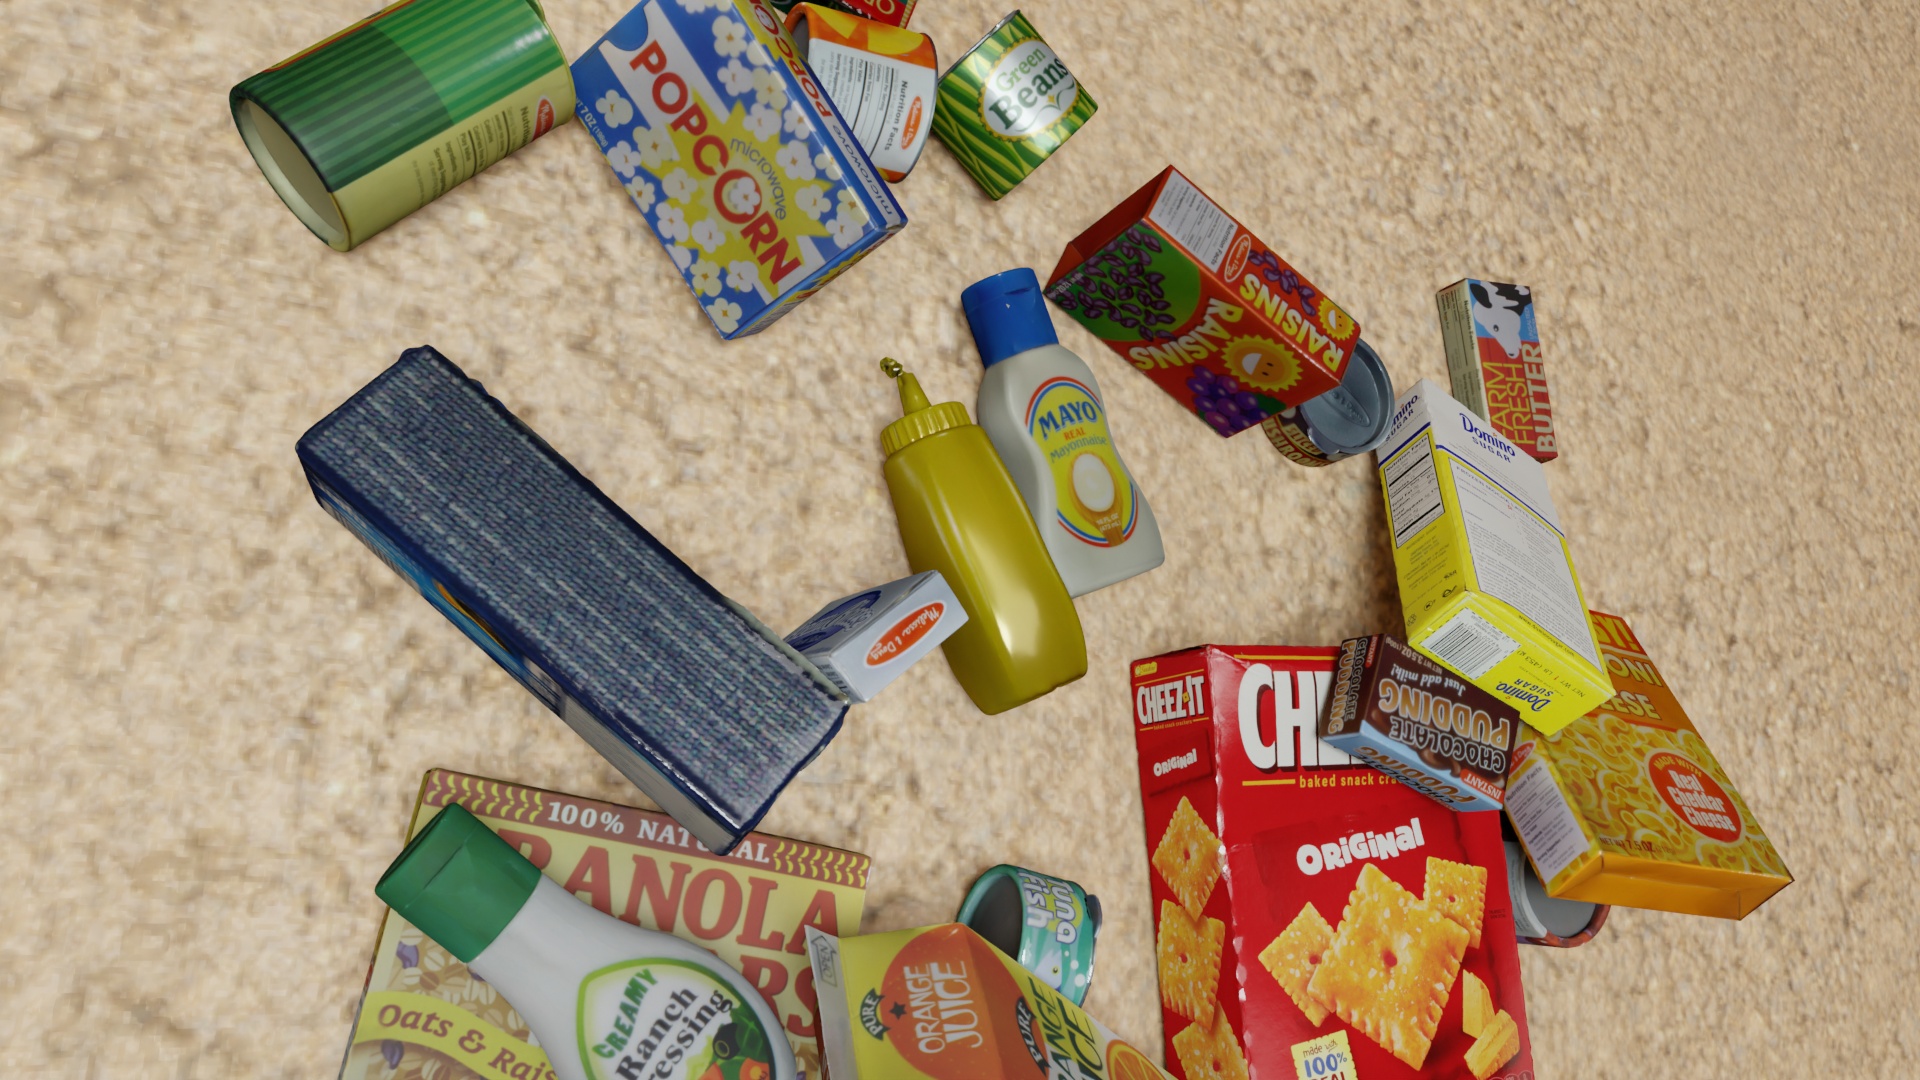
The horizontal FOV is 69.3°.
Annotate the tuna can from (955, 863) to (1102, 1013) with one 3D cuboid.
[{"bbox_3d":[0.025,0.164,0.557,0.033,0.071,0.071,21,70,-21],"label":"tuna can"}]

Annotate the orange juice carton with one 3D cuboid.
[{"bbox_3d":[0.013,0.206,0.496,0.073,0.072,0.192,-38,123,13],"label":"orange juice carton"}]

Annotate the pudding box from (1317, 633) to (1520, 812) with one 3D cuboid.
[{"bbox_3d":[0.202,0.081,0.610,0.083,0.030,0.050,29,67,-17],"label":"pudding box"}]

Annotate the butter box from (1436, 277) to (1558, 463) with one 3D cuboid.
[{"bbox_3d":[0.303,-0.094,0.785,0.053,0.024,0.103,0,78,-26],"label":"butter box"}]

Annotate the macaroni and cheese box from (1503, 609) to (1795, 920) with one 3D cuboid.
[{"bbox_3d":[0.311,0.101,0.688,0.124,0.040,0.167,12,40,-21],"label":"macaroni and cheese box"}]

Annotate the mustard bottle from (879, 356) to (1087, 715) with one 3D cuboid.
[{"bbox_3d":[0.002,-0.007,0.590,0.049,0.065,0.160,-19,84,-25],"label":"mustard bottle"}]

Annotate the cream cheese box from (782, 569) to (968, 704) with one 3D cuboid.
[{"bbox_3d":[-0.044,0.041,0.532,0.053,0.103,0.024,-37,98,-27],"label":"cream cheese box"}]

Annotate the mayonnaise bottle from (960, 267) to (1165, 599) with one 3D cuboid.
[{"bbox_3d":[0.041,-0.049,0.630,0.065,0.041,0.148,-19,88,-27],"label":"mayonnaise bottle"}]

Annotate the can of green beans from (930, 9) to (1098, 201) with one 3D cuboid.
[{"bbox_3d":[0.021,-0.200,0.641,0.058,0.071,0.071,47,63,-11],"label":"can of green beans"}]

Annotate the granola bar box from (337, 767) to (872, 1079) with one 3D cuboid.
[{"bbox_3d":[-0.125,0.160,0.500,0.165,0.039,0.124,17,72,-23],"label":"granola bar box"}]

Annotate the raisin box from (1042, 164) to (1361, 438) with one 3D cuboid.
[{"bbox_3d":[0.113,-0.109,0.656,0.123,0.086,0.040,36,61,-16],"label":"raisin box"}]

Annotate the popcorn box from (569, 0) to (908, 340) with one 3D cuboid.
[{"bbox_3d":[-0.091,-0.156,0.561,0.126,0.085,0.038,57,26,-5],"label":"popcorn box"}]

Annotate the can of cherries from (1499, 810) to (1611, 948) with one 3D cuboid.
[{"bbox_3d":[0.282,0.167,0.695,0.071,0.058,0.071,6,76,-25],"label":"can of cherries"}]

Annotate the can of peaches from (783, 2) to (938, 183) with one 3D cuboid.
[{"bbox_3d":[-0.050,-0.194,0.606,0.058,0.071,0.071,6,76,-25],"label":"can of peaches"}]

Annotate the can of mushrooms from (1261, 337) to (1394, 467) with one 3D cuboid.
[{"bbox_3d":[0.186,-0.071,0.715,0.071,0.033,0.071,6,76,-26],"label":"can of mushrooms"}]

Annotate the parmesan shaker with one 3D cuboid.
[{"bbox_3d":[-0.205,-0.163,0.514,0.103,0.071,0.071,-43,99,-28],"label":"parmesan shaker"}]

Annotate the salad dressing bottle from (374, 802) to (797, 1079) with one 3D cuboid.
[{"bbox_3d":[-0.122,0.146,0.456,0.147,0.044,0.064,43,65,-12],"label":"salad dressing bottle"}]

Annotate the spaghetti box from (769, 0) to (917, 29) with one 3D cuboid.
[{"bbox_3d":[-0.131,-0.293,0.606,0.250,0.028,0.050,24,69,-21],"label":"spaghetti box"}]
